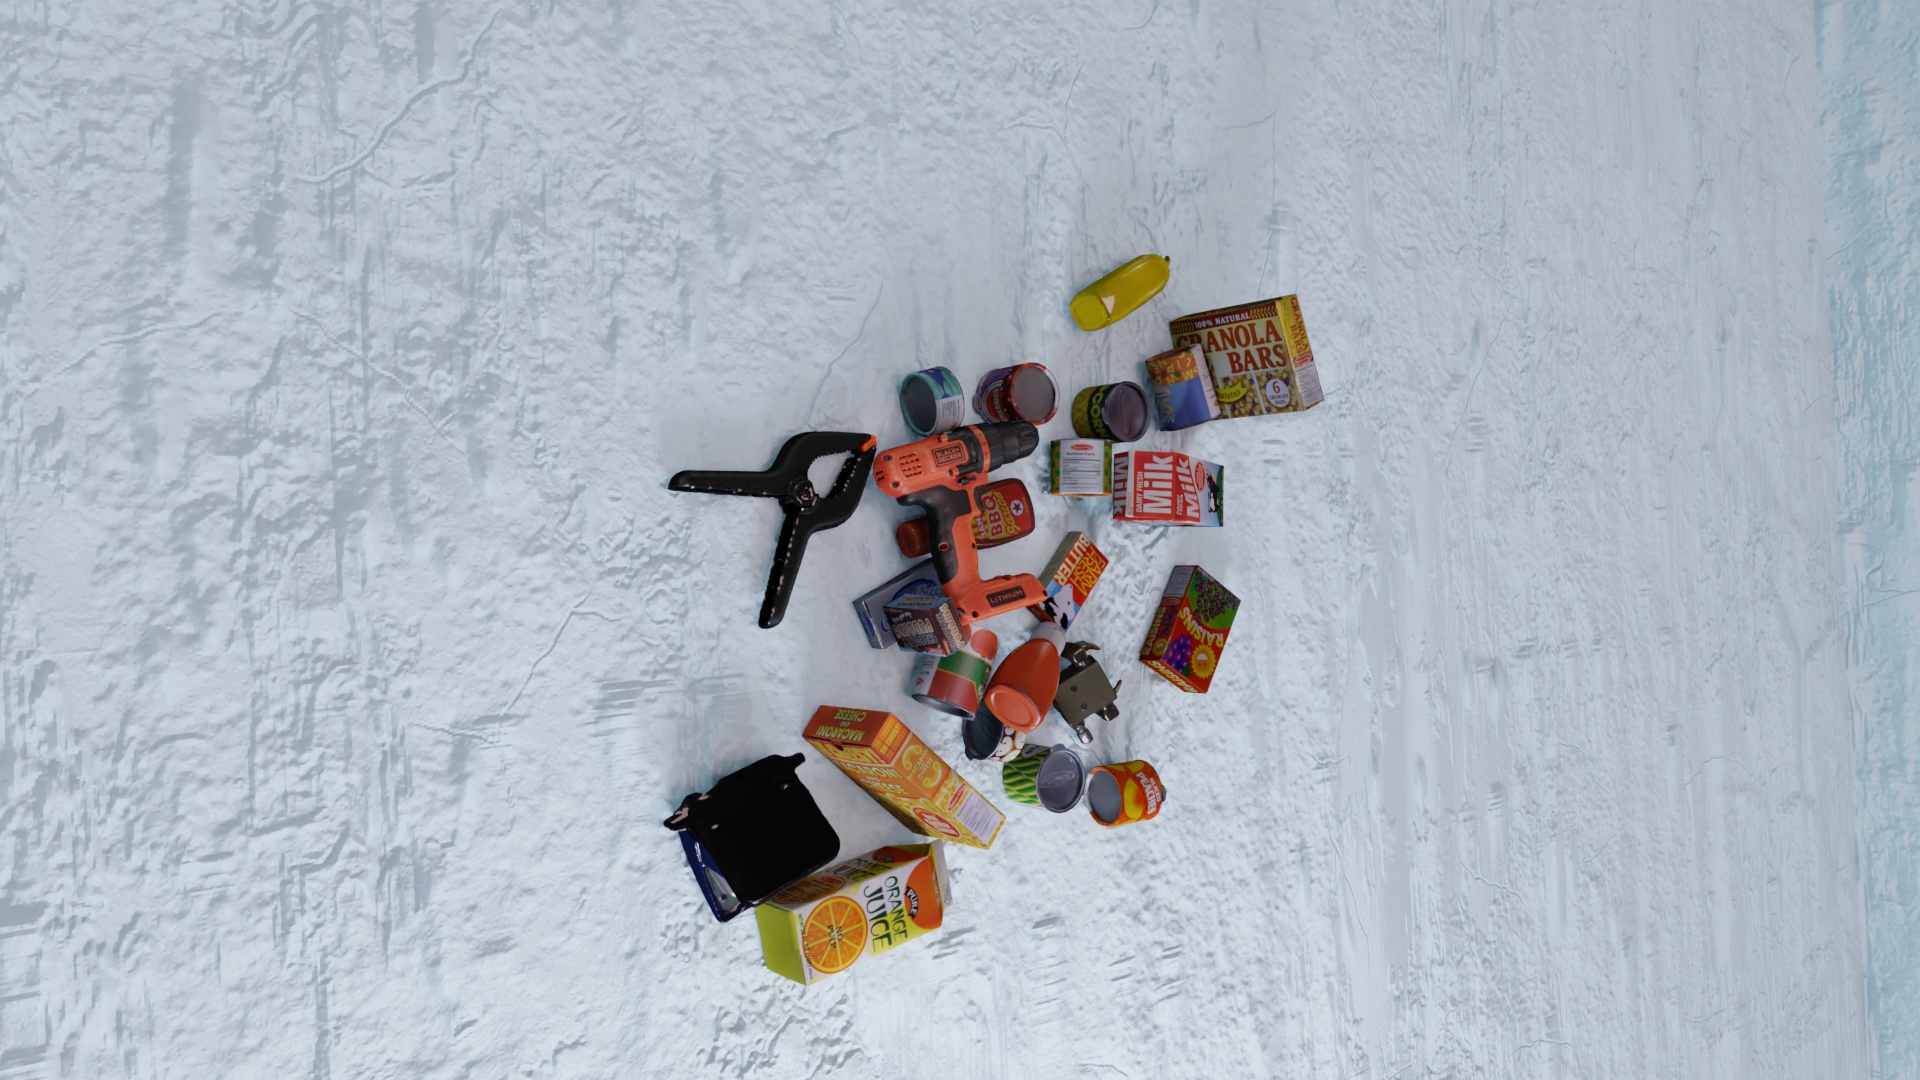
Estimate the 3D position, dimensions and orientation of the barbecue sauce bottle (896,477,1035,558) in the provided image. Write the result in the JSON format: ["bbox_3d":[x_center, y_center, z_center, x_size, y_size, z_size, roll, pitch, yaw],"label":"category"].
[{"bbox_3d":[0.005,-0.018,1.396,0.149,0.043,0.065,-17,93,-35],"label":"barbecue sauce bottle"}]

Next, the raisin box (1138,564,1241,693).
[{"bbox_3d":[0.262,0.101,1.583,0.086,0.040,0.124,36,67,-30],"label":"raisin box"}]

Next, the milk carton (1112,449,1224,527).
[{"bbox_3d":[0.217,-0.054,1.493,0.191,0.073,0.072,7,84,-60],"label":"milk carton"}]

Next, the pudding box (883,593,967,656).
[{"bbox_3d":[-0.033,0.080,1.309,0.030,0.083,0.049,-29,106,-30],"label":"pudding box"}]

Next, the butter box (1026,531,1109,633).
[{"bbox_3d":[0.114,0.044,1.486,0.053,0.024,0.104,46,63,-25],"label":"butter box"}]

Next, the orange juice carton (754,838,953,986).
[{"bbox_3d":[-0.088,0.340,1.296,0.193,0.073,0.071,-13,96,-36],"label":"orange juice carton"}]

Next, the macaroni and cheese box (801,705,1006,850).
[{"bbox_3d":[-0.053,0.221,1.294,0.166,0.123,0.040,45,63,-26],"label":"macaroni and cheese box"}]

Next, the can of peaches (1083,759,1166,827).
[{"bbox_3d":[0.176,0.272,1.493,0.058,0.071,0.071,-1,89,-35],"label":"can of peaches"}]

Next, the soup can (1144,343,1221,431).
[{"bbox_3d":[0.248,-0.172,1.569,0.071,0.071,0.083,-26,102,-34],"label":"soup can"}]

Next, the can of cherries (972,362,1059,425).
[{"bbox_3d":[0.058,-0.147,1.431,0.071,0.058,0.071,2,87,-37],"label":"can of cherries"}]

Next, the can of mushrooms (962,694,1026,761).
[{"bbox_3d":[0.033,0.191,1.396,0.033,0.071,0.071,12,82,-37],"label":"can of mushrooms"}]

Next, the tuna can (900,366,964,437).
[{"bbox_3d":[-0.030,-0.138,1.364,0.033,0.071,0.071,-17,99,-34],"label":"tuna can"}]

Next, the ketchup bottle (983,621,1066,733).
[{"bbox_3d":[0.073,0.131,1.401,0.065,0.043,0.149,40,31,-2],"label":"ketchup bottle"}]

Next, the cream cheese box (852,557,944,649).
[{"bbox_3d":[-0.052,0.061,1.363,0.104,0.024,0.053,-29,105,-33],"label":"cream cheese box"}]

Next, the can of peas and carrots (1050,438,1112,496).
[{"bbox_3d":[0.129,-0.077,1.477,0.071,0.071,0.058,2,88,-36],"label":"can of peas and carrots"}]

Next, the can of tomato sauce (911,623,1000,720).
[{"bbox_3d":[-0.002,0.127,1.371,0.071,0.071,0.083,30,71,-32],"label":"can of tomato sauce"}]

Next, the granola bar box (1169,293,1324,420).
[{"bbox_3d":[0.317,-0.201,1.557,0.039,0.165,0.124,-24,103,-33],"label":"granola bar box"}]

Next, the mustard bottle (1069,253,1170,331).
[{"bbox_3d":[0.189,-0.281,1.530,0.161,0.065,0.048,-36,105,-36],"label":"mustard bottle"}]

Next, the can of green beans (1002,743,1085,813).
[{"bbox_3d":[0.086,0.245,1.436,0.071,0.057,0.071,1,88,-36],"label":"can of green beans"}]

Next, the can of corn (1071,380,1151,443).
[{"bbox_3d":[0.161,-0.137,1.506,0.071,0.058,0.071,1,88,-36],"label":"can of corn"}]
